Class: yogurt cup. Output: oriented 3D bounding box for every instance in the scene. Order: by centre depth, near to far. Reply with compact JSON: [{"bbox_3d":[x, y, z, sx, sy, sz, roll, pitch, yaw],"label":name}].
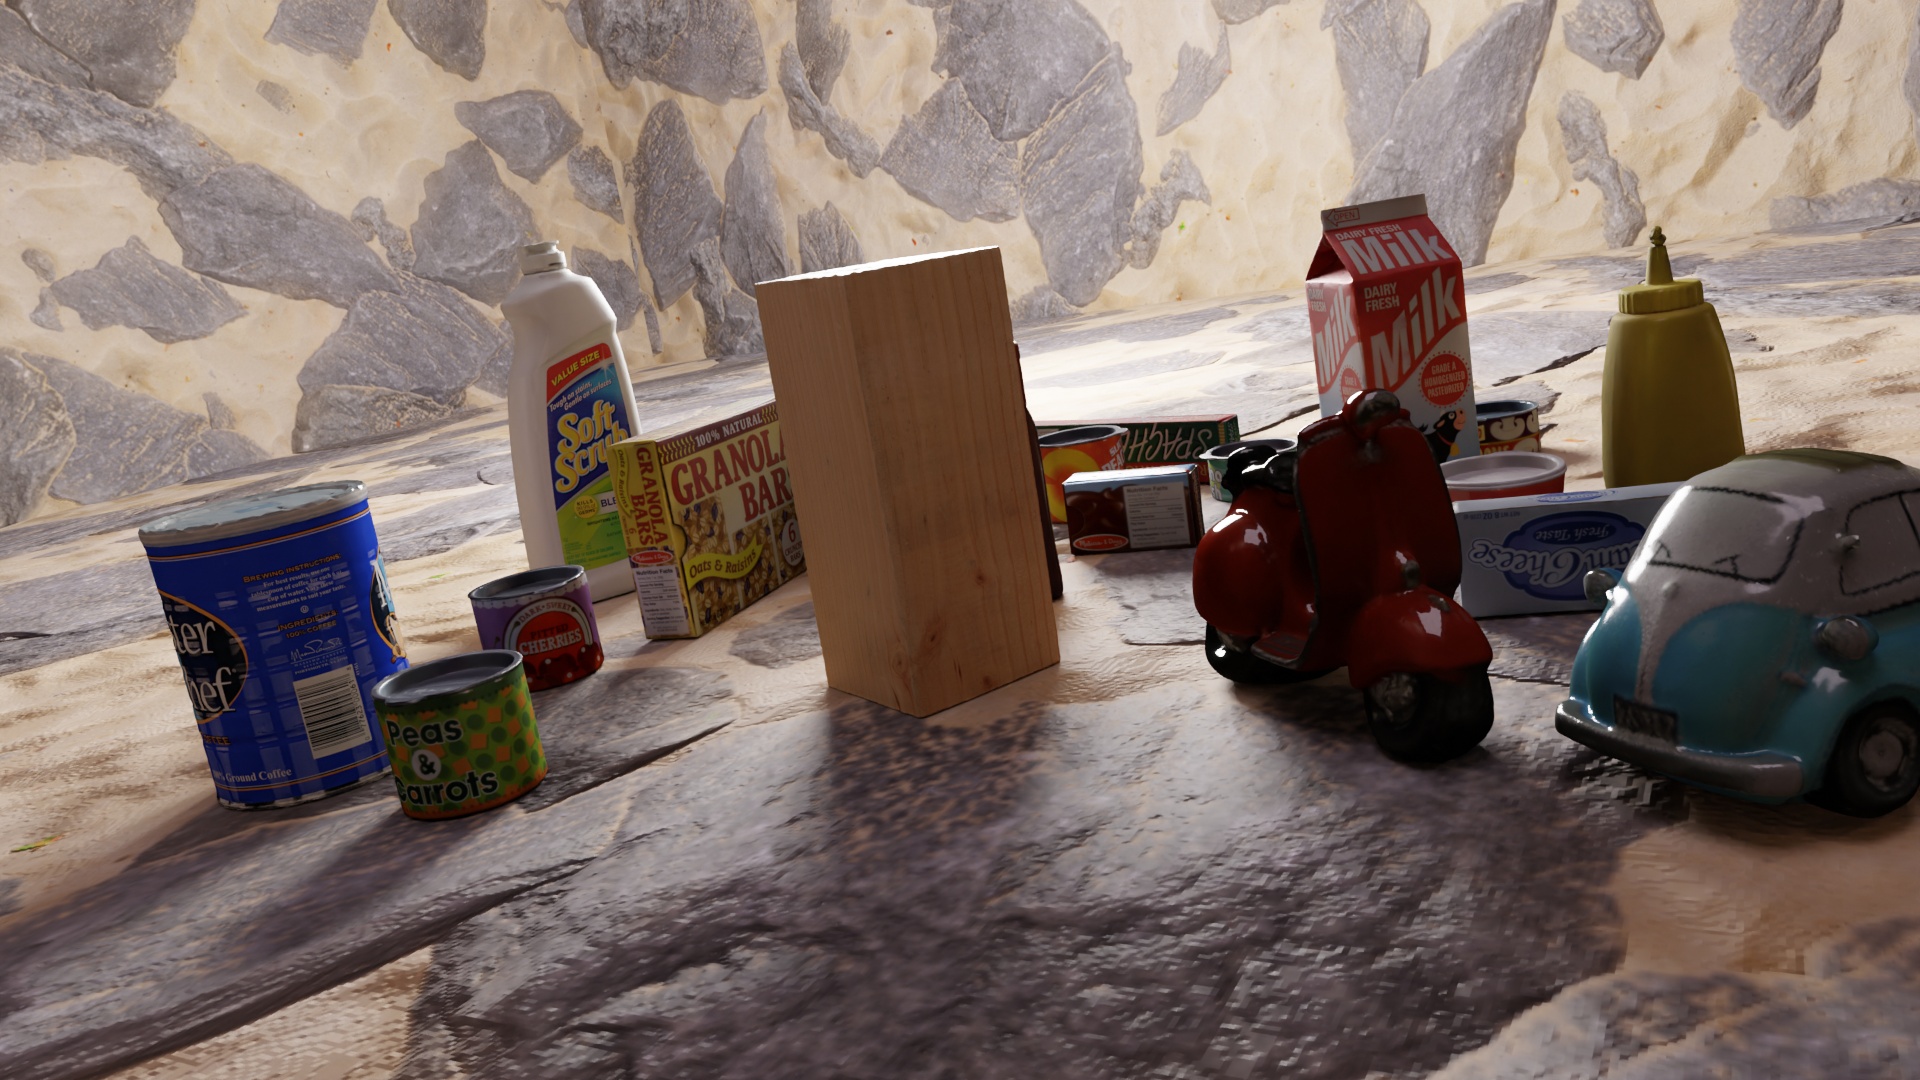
[{"bbox_3d":[0.278,-0.012,0.717,0.072,0.053,0.072,-9,13,2],"label":"yogurt cup"}]

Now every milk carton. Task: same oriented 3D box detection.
[{"bbox_3d":[0.268,-0.116,0.867,0.072,0.190,0.073,-11,12,-8],"label":"milk carton"}]

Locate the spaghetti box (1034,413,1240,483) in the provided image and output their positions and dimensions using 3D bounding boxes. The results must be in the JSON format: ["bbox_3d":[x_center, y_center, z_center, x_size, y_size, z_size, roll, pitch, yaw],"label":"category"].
[{"bbox_3d":[0.110,-0.071,1.105,0.250,0.050,0.029,2,17,41],"label":"spaghetti box"}]

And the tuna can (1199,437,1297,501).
[{"bbox_3d":[0.206,-0.050,0.982,0.071,0.032,0.071,-9,13,2],"label":"tuna can"}]

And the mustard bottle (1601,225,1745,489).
[{"bbox_3d":[0.371,-0.085,0.728,0.065,0.159,0.049,-11,12,-5],"label":"mustard bottle"}]

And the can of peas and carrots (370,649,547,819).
[{"bbox_3d":[-0.228,0.088,0.633,0.071,0.058,0.071,-9,12,2],"label":"can of peas and carrots"}]

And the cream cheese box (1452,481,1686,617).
[{"bbox_3d":[0.283,0.005,0.639,0.104,0.053,0.024,-5,13,18],"label":"cream cheese box"}]

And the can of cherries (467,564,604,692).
[{"bbox_3d":[-0.245,0.051,0.806,0.071,0.058,0.071,-9,13,2],"label":"can of cherries"}]

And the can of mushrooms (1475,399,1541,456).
[{"bbox_3d":[0.371,-0.076,0.976,0.071,0.033,0.071,-9,13,2],"label":"can of mushrooms"}]

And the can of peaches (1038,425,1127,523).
[{"bbox_3d":[0.089,-0.048,1.001,0.071,0.058,0.071,-9,13,2],"label":"can of peaches"}]

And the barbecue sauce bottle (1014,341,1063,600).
[{"bbox_3d":[0.026,-0.039,0.803,0.044,0.148,0.065,-13,13,-15],"label":"barbecue sauce bottle"}]

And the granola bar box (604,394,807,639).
[{"bbox_3d":[-0.156,-0.020,0.905,0.039,0.124,0.166,-4,13,22],"label":"granola bar box"}]

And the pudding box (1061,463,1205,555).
[{"bbox_3d":[0.110,-0.020,0.882,0.083,0.049,0.030,-5,13,20],"label":"pudding box"}]
